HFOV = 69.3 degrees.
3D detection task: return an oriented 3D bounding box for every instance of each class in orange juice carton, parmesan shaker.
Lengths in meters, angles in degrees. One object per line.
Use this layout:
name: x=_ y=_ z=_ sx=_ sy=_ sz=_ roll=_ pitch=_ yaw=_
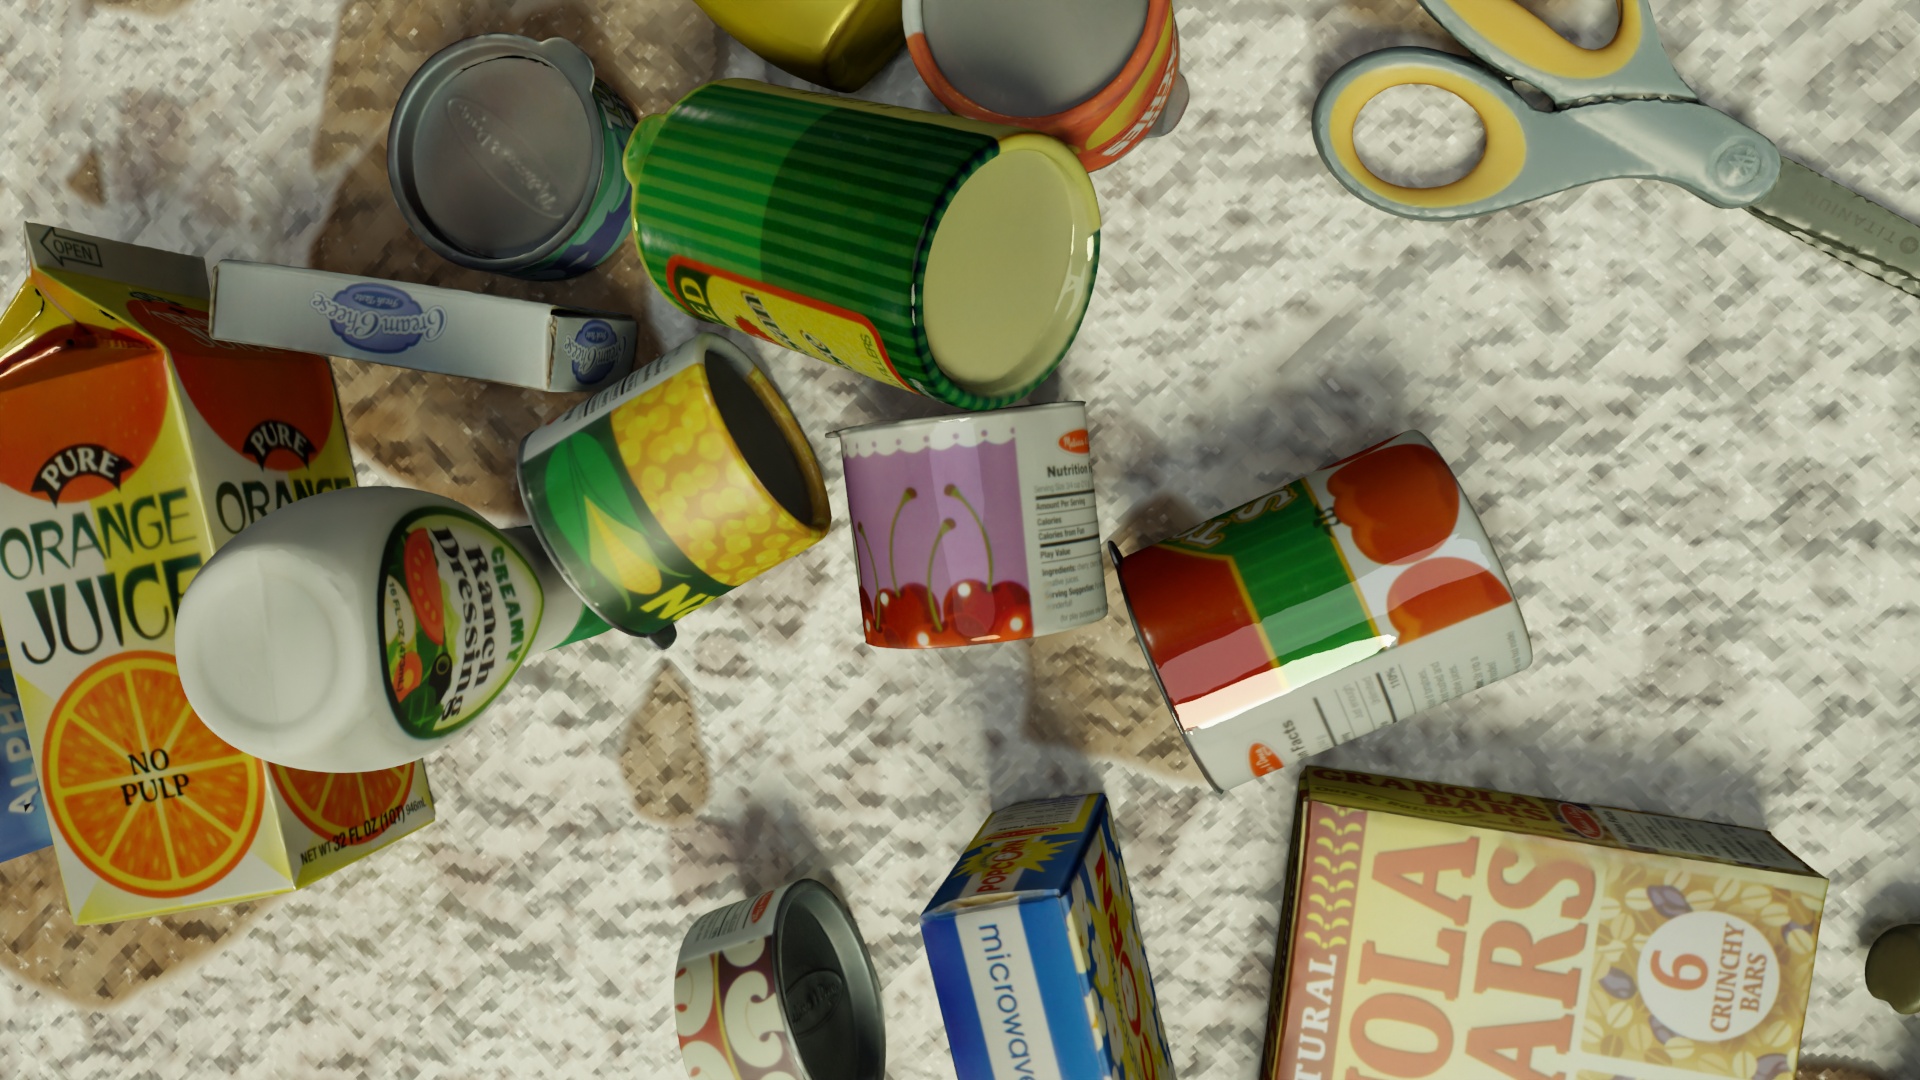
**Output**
orange juice carton: x=-0.226 y=0.006 z=0.409 sx=0.073 sy=0.072 sz=0.192 roll=-12 pitch=92 yaw=11
parmesan shaker: x=-0.027 y=-0.076 z=0.344 sx=0.103 sy=0.071 sz=0.071 roll=24 pitch=99 yaw=39

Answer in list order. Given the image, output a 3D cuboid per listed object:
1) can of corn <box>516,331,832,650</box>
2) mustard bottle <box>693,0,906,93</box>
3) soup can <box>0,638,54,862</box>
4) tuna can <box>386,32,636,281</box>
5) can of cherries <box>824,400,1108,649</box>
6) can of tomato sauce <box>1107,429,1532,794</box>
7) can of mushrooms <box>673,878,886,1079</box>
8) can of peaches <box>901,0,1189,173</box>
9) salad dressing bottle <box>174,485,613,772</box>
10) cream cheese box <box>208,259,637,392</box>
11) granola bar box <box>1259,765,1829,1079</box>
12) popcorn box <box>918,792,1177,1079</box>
can of corn: x=-0.075 y=-0.013 z=0.382 sx=0.058 sy=0.071 sz=0.071 roll=-29 pitch=88 yaw=11
mustard bottle: x=-0.076 y=-0.193 z=0.379 sx=0.160 sy=0.049 sz=0.065 roll=41 pitch=99 yaw=5
soup can: x=-0.285 y=0.061 z=0.418 sx=0.071 sy=0.084 sz=0.071 roll=1 pitch=95 yaw=11
tuna can: x=-0.125 y=-0.111 z=0.402 sx=0.071 sy=0.033 sz=0.071 roll=1 pitch=94 yaw=11
can of cherries: x=0.001 y=-0.005 z=0.369 sx=0.071 sy=0.071 sz=0.058 roll=-6 pitch=94 yaw=11
can of tomato sauce: x=0.090 y=0.016 z=0.353 sx=0.083 sy=0.071 sz=0.071 roll=-25 pitch=89 yaw=11
can of mushrooms: x=-0.048 y=0.133 z=0.386 sx=0.033 sy=0.071 sz=0.071 roll=-20 pitch=90 yaw=12
can of peaches: x=0.025 y=-0.131 z=0.359 sx=0.071 sy=0.058 sz=0.071 roll=1 pitch=94 yaw=11
salad dressing bottle: x=-0.128 y=0.017 z=0.352 sx=0.044 sy=0.148 sz=0.064 roll=-4 pitch=94 yaw=10
cream cheese box: x=-0.152 y=-0.061 z=0.400 sx=0.104 sy=0.053 sz=0.024 roll=9 pitch=98 yaw=10
granola bar box: x=0.142 y=0.152 z=0.365 sx=0.124 sy=0.039 sz=0.165 roll=7 pitch=95 yaw=11
popcorn box: x=0.030 y=0.139 z=0.362 sx=0.038 sy=0.085 sz=0.126 roll=-14 pitch=92 yaw=13
